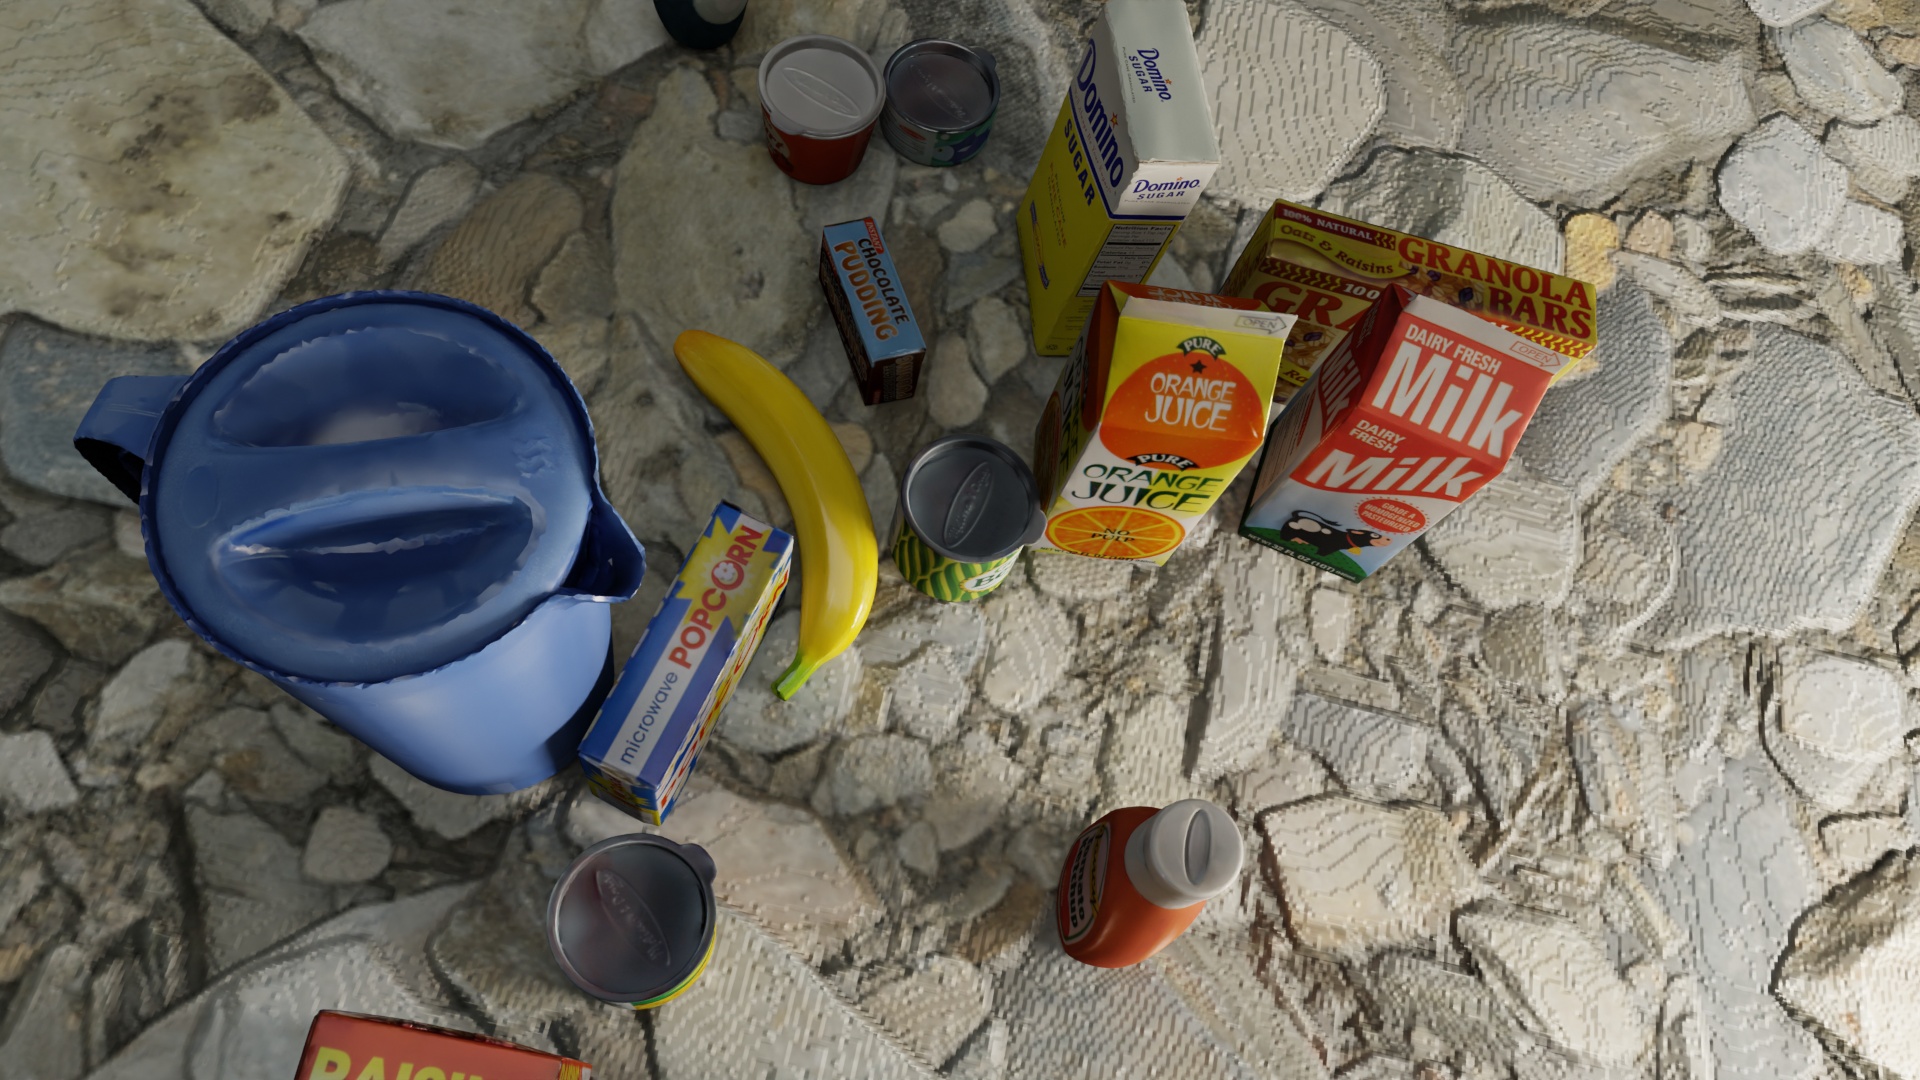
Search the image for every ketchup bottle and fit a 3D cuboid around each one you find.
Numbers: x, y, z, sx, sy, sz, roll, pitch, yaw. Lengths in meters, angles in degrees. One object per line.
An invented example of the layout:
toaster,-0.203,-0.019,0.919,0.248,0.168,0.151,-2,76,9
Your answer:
ketchup bottle,0.077,0.139,0.576,0.043,0.148,0.065,12,67,-5

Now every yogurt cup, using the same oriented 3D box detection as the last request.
yogurt cup,-0.077,-0.231,0.755,0.072,0.053,0.072,3,68,-8

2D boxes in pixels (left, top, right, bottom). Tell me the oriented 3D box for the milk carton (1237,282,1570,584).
milk carton,0.204,-0.054,0.655,0.072,0.189,0.074,22,66,0

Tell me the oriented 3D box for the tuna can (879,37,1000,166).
tuna can,-0.011,-0.248,0.784,0.071,0.032,0.071,3,67,-8

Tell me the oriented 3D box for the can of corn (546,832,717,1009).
can of corn,-0.134,0.159,0.582,0.071,0.058,0.071,3,68,-8

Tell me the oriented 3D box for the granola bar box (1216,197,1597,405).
granola bar box,0.216,-0.106,0.715,0.166,0.123,0.039,14,67,-4

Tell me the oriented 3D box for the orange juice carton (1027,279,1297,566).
orange juice carton,0.085,-0.057,0.635,0.072,0.192,0.073,7,67,-7

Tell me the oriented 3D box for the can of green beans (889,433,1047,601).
can of green beans,0.001,-0.010,0.674,0.071,0.057,0.071,3,68,-8

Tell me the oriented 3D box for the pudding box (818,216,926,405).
pudding box,-0.046,-0.118,0.715,0.030,0.049,0.084,-15,71,-15

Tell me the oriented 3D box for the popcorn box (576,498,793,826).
popcorn box,-0.119,0.056,0.612,0.038,0.085,0.127,25,66,1

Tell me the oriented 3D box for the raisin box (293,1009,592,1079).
raisin box,-0.188,0.205,0.518,0.086,0.123,0.040,13,67,-4
